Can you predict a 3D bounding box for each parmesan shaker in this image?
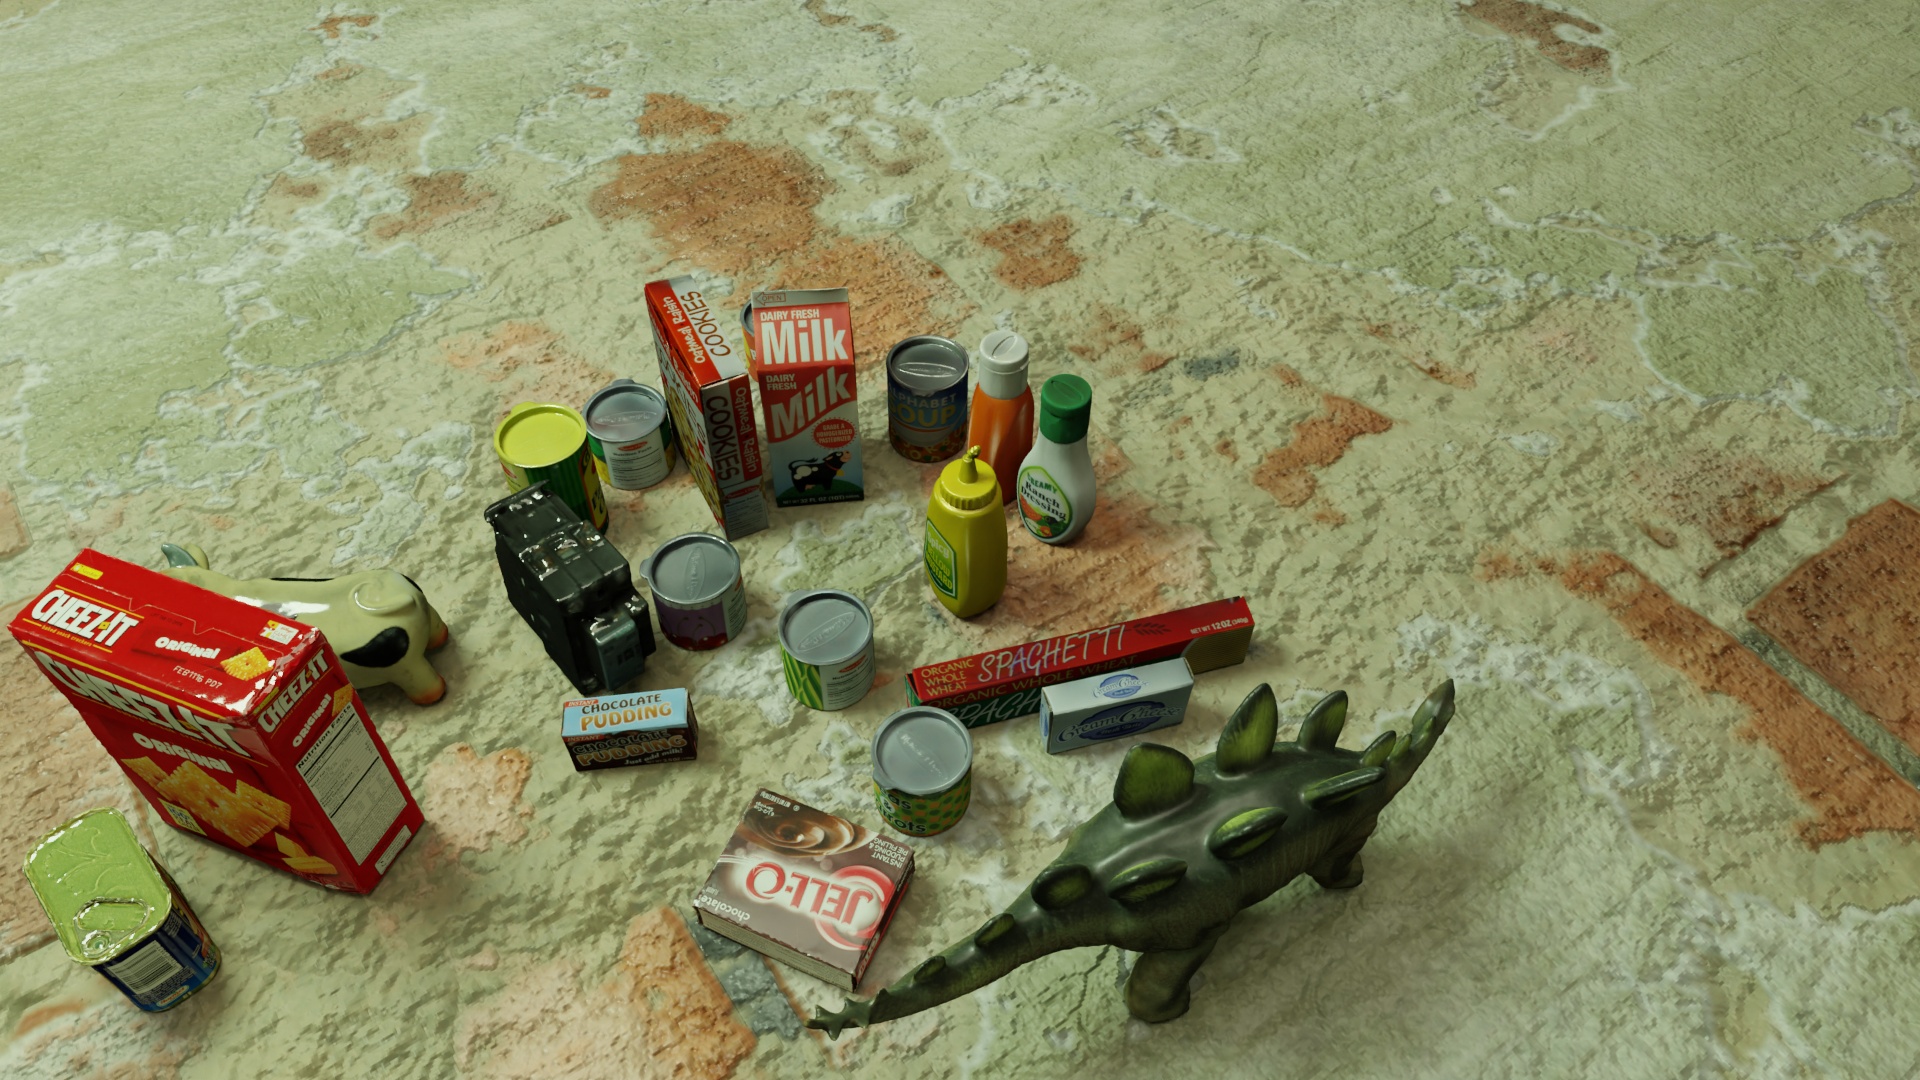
[{"bbox_3d":[-0.307,-0.046,1.049,0.071,0.102,0.072,1,50,-1],"label":"parmesan shaker"}]

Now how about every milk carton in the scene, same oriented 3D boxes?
[{"bbox_3d":[-0.115,-0.116,1.056,0.072,0.189,0.074,-5,50,-5],"label":"milk carton"}]

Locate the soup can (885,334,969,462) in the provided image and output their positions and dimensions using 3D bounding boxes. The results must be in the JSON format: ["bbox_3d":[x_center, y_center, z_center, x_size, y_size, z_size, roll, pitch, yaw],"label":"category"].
[{"bbox_3d":[-0.027,-0.112,1.125,0.071,0.083,0.072,1,50,-1],"label":"soup can"}]

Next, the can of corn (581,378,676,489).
[{"bbox_3d":[-0.265,-0.085,1.113,0.071,0.058,0.071,1,49,-1],"label":"can of corn"}]

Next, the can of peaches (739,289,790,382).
[{"bbox_3d":[-0.153,-0.170,1.188,0.071,0.057,0.071,1,49,-1],"label":"can of peaches"}]

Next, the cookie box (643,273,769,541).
[{"bbox_3d":[-0.192,-0.099,1.055,0.040,0.166,0.123,-21,53,-18],"label":"cookie box"}]

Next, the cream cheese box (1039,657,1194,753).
[{"bbox_3d":[0.106,0.114,0.954,0.104,0.053,0.024,-11,51,-10],"label":"cream cheese box"}]

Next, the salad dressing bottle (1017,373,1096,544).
[{"bbox_3d":[0.074,-0.060,1.040,0.064,0.146,0.044,35,57,25],"label":"salad dressing bottle"}]

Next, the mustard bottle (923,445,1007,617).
[{"bbox_3d":[0.004,-0.012,0.990,0.049,0.159,0.065,-26,55,-21],"label":"mustard bottle"}]

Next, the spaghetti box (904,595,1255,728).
[{"bbox_3d":[0.085,0.089,0.977,0.250,0.049,0.029,-12,51,-11],"label":"spaghetti box"}]

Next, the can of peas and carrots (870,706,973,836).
[{"bbox_3d":[-0.027,0.154,0.913,0.071,0.058,0.071,1,49,-1],"label":"can of peas and carrots"}]

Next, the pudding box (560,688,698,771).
[{"bbox_3d":[-0.222,0.127,0.937,0.084,0.049,0.030,-5,50,-5],"label":"pudding box"}]

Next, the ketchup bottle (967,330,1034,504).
[{"bbox_3d":[0.032,-0.094,1.068,0.043,0.148,0.065,27,54,20],"label":"ketchup bottle"}]

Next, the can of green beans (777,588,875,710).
[{"bbox_3d":[-0.093,0.077,0.978,0.071,0.057,0.071,1,49,-1],"label":"can of green beans"}]

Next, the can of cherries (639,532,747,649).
[{"bbox_3d":[-0.193,0.037,1.010,0.071,0.058,0.072,1,49,-1],"label":"can of cherries"}]
